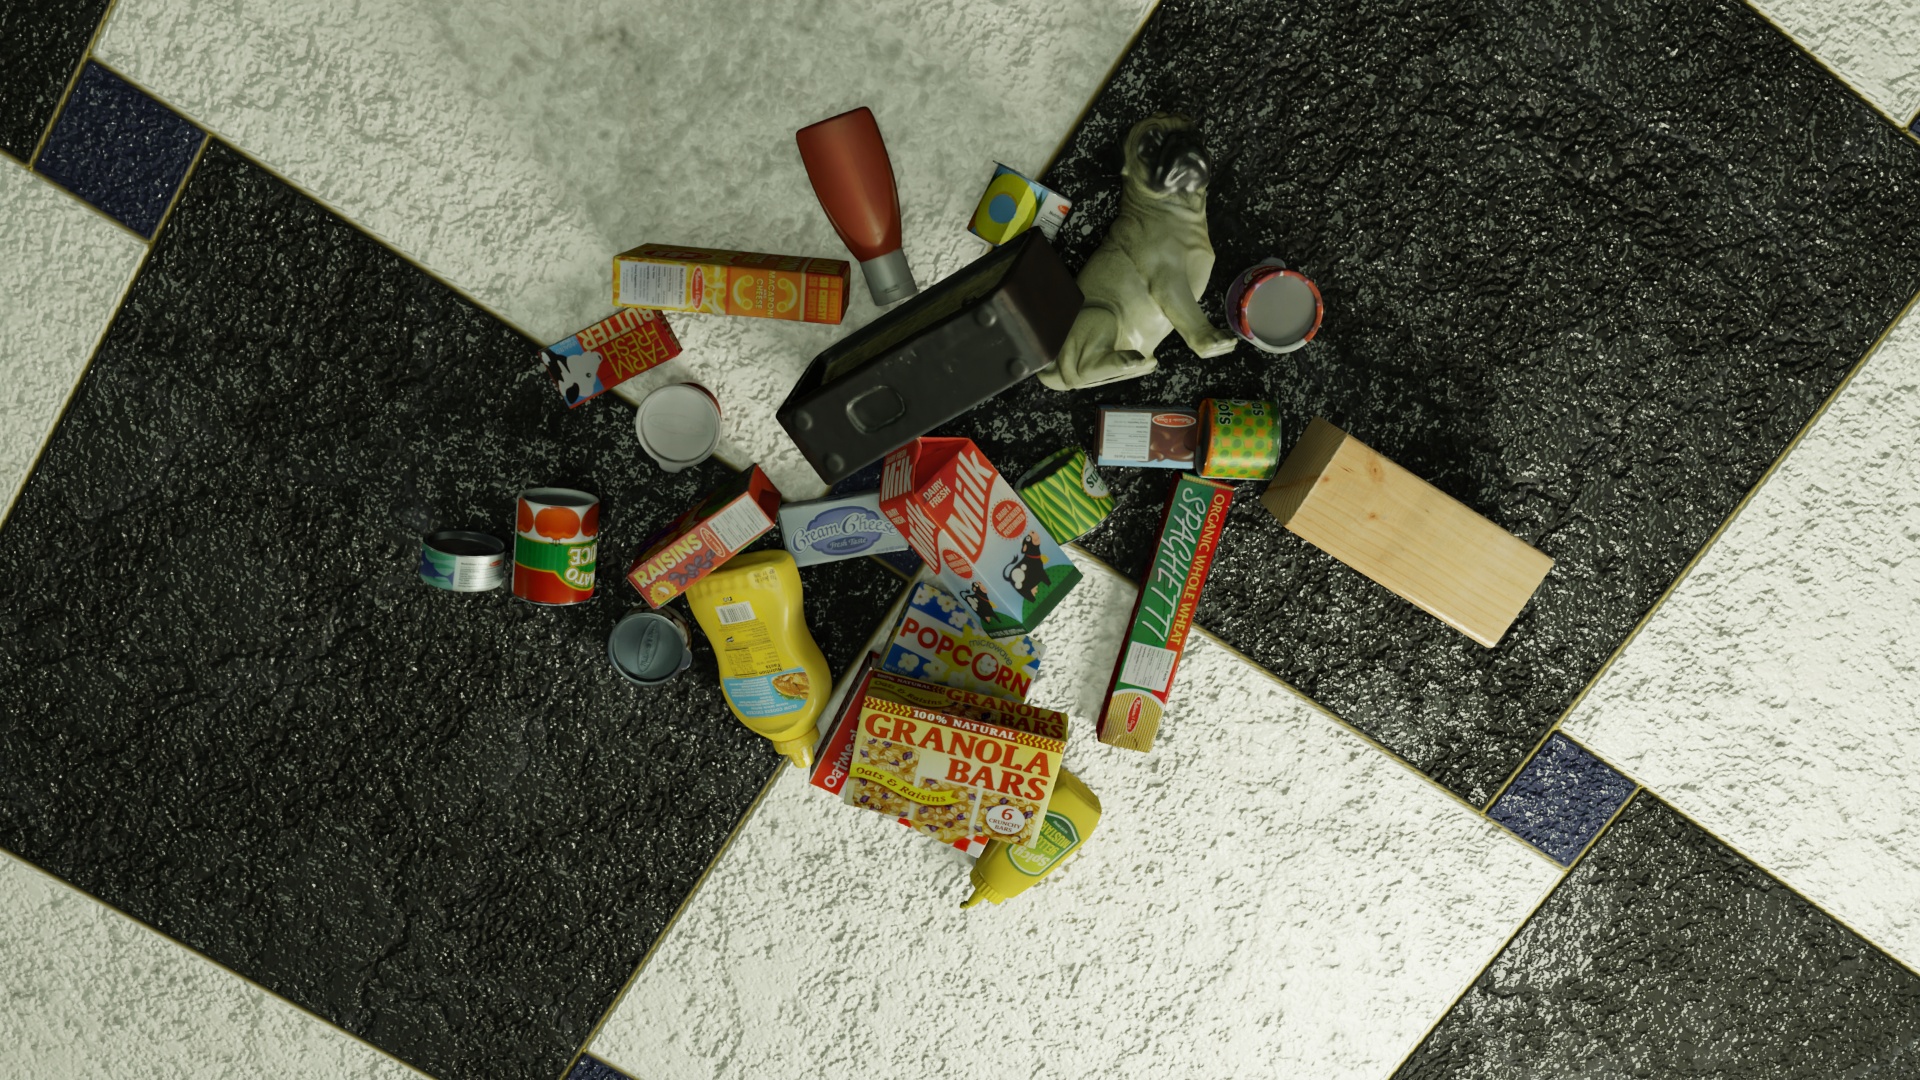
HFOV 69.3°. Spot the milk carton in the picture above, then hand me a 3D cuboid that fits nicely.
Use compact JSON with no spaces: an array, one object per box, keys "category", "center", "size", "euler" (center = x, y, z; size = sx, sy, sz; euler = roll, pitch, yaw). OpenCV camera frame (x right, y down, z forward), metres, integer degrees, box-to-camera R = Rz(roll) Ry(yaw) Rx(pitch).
[{"category":"milk carton","center":[0.004,-0.014,1.131],"size":[0.074,0.072,0.190],"euler":[-45,101,-24]}]

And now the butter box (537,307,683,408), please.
[{"category":"butter box","center":[-0.283,-0.153,1.126],"size":[0.103,0.024,0.053],"euler":[-25,104,5]}]

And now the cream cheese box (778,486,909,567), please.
[{"category":"cream cheese box","center":[-0.098,-0.012,1.168],"size":[0.104,0.024,0.053],"euler":[-9,105,1]}]

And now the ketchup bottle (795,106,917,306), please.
[{"category":"ketchup bottle","center":[-0.076,-0.260,1.093],"size":[0.065,0.044,0.148],"euler":[-19,105,4]}]

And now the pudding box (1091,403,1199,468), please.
[{"category":"pudding box","center":[0.153,-0.086,1.153],"size":[0.084,0.030,0.049],"euler":[2,104,-2]}]

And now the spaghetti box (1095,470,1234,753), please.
[{"category":"spaghetti box","center":[0.174,0.062,1.193],"size":[0.050,0.029,0.249],"euler":[14,104,-5]}]

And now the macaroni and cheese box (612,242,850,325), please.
[{"category":"macaroni and cheese box","center":[-0.170,-0.199,1.065],"size":[0.166,0.124,0.040],"euler":[4,106,-3]}]

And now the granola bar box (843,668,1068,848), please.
[{"category":"granola bar box","center":[-0.004,0.181,1.147],"size":[0.166,0.039,0.123],"euler":[13,123,1]}]

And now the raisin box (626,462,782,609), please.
[{"category":"raisin box","center":[-0.208,-0.004,1.135],"size":[0.123,0.086,0.040],"euler":[-34,108,7]}]

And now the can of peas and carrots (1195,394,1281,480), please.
[{"category":"can of peas and carrots","center":[0.226,-0.085,1.136],"size":[0.059,0.071,0.070],"euler":[2,105,-1]}]

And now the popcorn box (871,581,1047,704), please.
[{"category":"popcorn box","center":[0.000,0.101,1.174],"size":[0.127,0.038,0.085],"euler":[28,68,-8]}]

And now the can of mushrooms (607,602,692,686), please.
[{"category":"can of mushrooms","center":[-0.262,0.089,1.186],"size":[0.071,0.033,0.071],"euler":[0,104,-1]}]

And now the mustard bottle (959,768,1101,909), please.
[{"category":"mustard bottle","center":[0.055,0.277,1.236],"size":[0.065,0.049,0.160],"euler":[40,100,-9]}]

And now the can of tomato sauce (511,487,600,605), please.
[{"category":"can of tomato sauce","center":[-0.331,0.004,1.144],"size":[0.071,0.071,0.083],"euler":[7,104,-3]}]

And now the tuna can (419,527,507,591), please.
[{"category":"tuna can","center":[-0.412,0.015,1.147],"size":[0.071,0.071,0.032],"euler":[11,105,-4]}]

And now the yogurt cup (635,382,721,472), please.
[{"category":"yogurt cup","center":[-0.225,-0.097,1.126],"size":[0.072,0.054,0.072],"euler":[0,105,-2]}]

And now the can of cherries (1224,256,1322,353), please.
[{"category":"can of cherries","center":[0.251,-0.189,1.113],"size":[0.071,0.058,0.071],"euler":[0,106,-1]}]

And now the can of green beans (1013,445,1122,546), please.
[{"category":"can of green beans","center":[0.086,-0.037,1.145],"size":[0.071,0.071,0.057],"euler":[-32,103,7]}]

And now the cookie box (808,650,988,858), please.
[{"category":"cookie box","center":[-0.032,0.187,1.215],"size":[0.167,0.040,0.122],"euler":[26,103,-9]}]

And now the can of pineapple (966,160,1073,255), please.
[{"category":"can of pineapple","center":[0.045,-0.255,1.087],"size":[0.071,0.071,0.057],"euler":[26,103,-8]}]
